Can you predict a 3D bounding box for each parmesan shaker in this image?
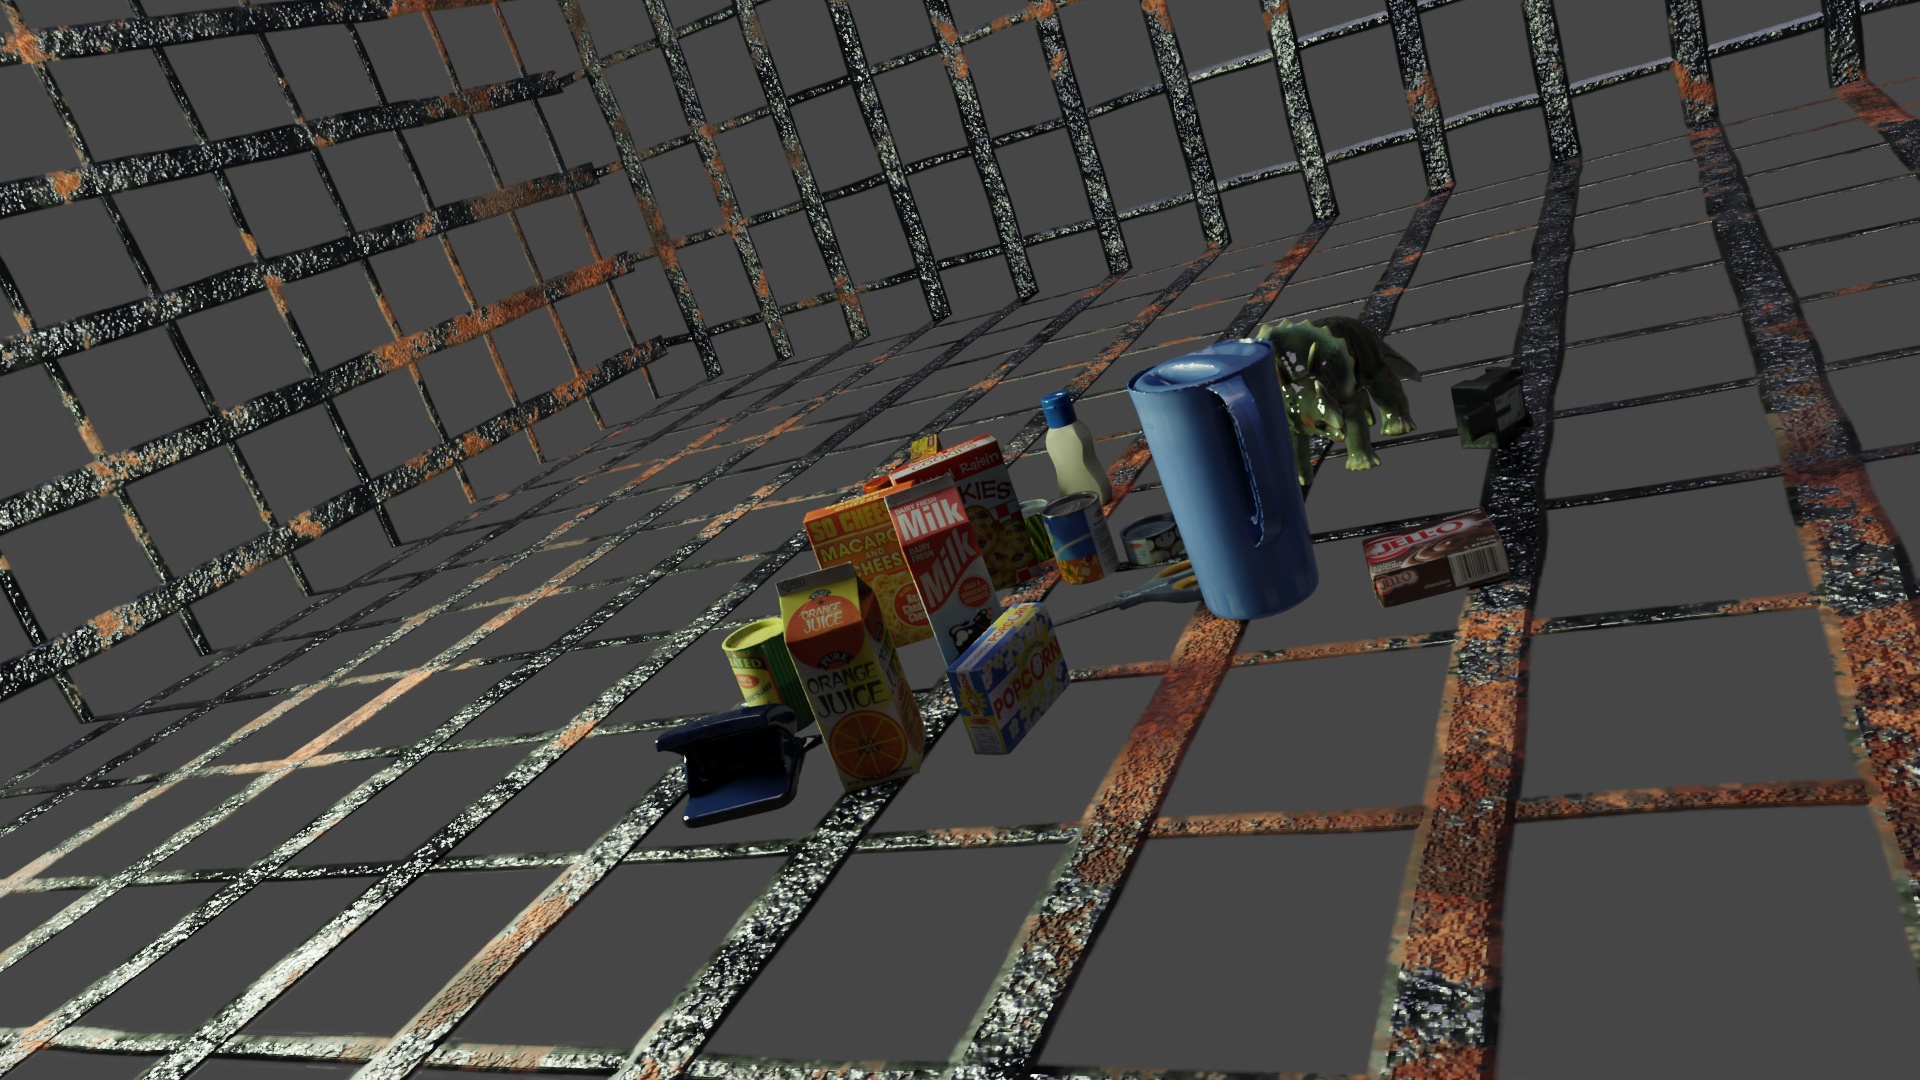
[{"bbox_3d":[-0.185,0.137,1.381,0.071,0.102,0.071,-18,17,6],"label":"parmesan shaker"}]

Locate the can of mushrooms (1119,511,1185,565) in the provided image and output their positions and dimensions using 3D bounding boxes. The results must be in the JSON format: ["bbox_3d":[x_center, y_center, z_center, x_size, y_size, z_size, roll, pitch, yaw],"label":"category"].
[{"bbox_3d":[0.210,-0.002,1.504,0.071,0.033,0.071,-17,17,6],"label":"can of mushrooms"}]

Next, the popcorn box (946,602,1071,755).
[{"bbox_3d":[0.044,0.120,1.220,0.038,0.085,0.127,-7,21,35],"label":"popcorn box"}]

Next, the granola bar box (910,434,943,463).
[{"bbox_3d":[-0.026,-0.054,1.761,0.039,0.124,0.166,-18,17,5],"label":"granola bar box"}]

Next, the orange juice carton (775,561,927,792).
[{"bbox_3d":[-0.095,0.113,1.209,0.072,0.192,0.073,-17,17,9],"label":"orange juice carton"}]

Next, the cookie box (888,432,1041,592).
[{"bbox_3d":[0.006,-0.019,1.547,0.123,0.167,0.040,-22,17,-8],"label":"cookie box"}]

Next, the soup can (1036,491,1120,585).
[{"bbox_3d":[0.128,-0.002,1.506,0.071,0.083,0.071,-18,17,6],"label":"soup can"}]

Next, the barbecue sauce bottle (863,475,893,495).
[{"bbox_3d":[-0.071,-0.001,1.605,0.065,0.148,0.044,-23,17,-11],"label":"barbecue sauce bottle"}]

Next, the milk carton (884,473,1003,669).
[{"bbox_3d":[-0.011,0.032,1.371,0.072,0.190,0.073,-20,17,-2],"label":"milk carton"}]

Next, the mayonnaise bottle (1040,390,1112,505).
[{"bbox_3d":[0.139,-0.111,1.719,0.064,0.147,0.041,-8,20,34],"label":"mayonnaise bottle"}]

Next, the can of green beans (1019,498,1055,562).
[{"bbox_3d":[0.081,-0.009,1.622,0.071,0.057,0.071,-18,17,6],"label":"can of green beans"}]

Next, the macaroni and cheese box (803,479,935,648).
[{"bbox_3d":[-0.081,0.032,1.486,0.124,0.166,0.040,-17,17,7],"label":"macaroni and cheese box"}]
